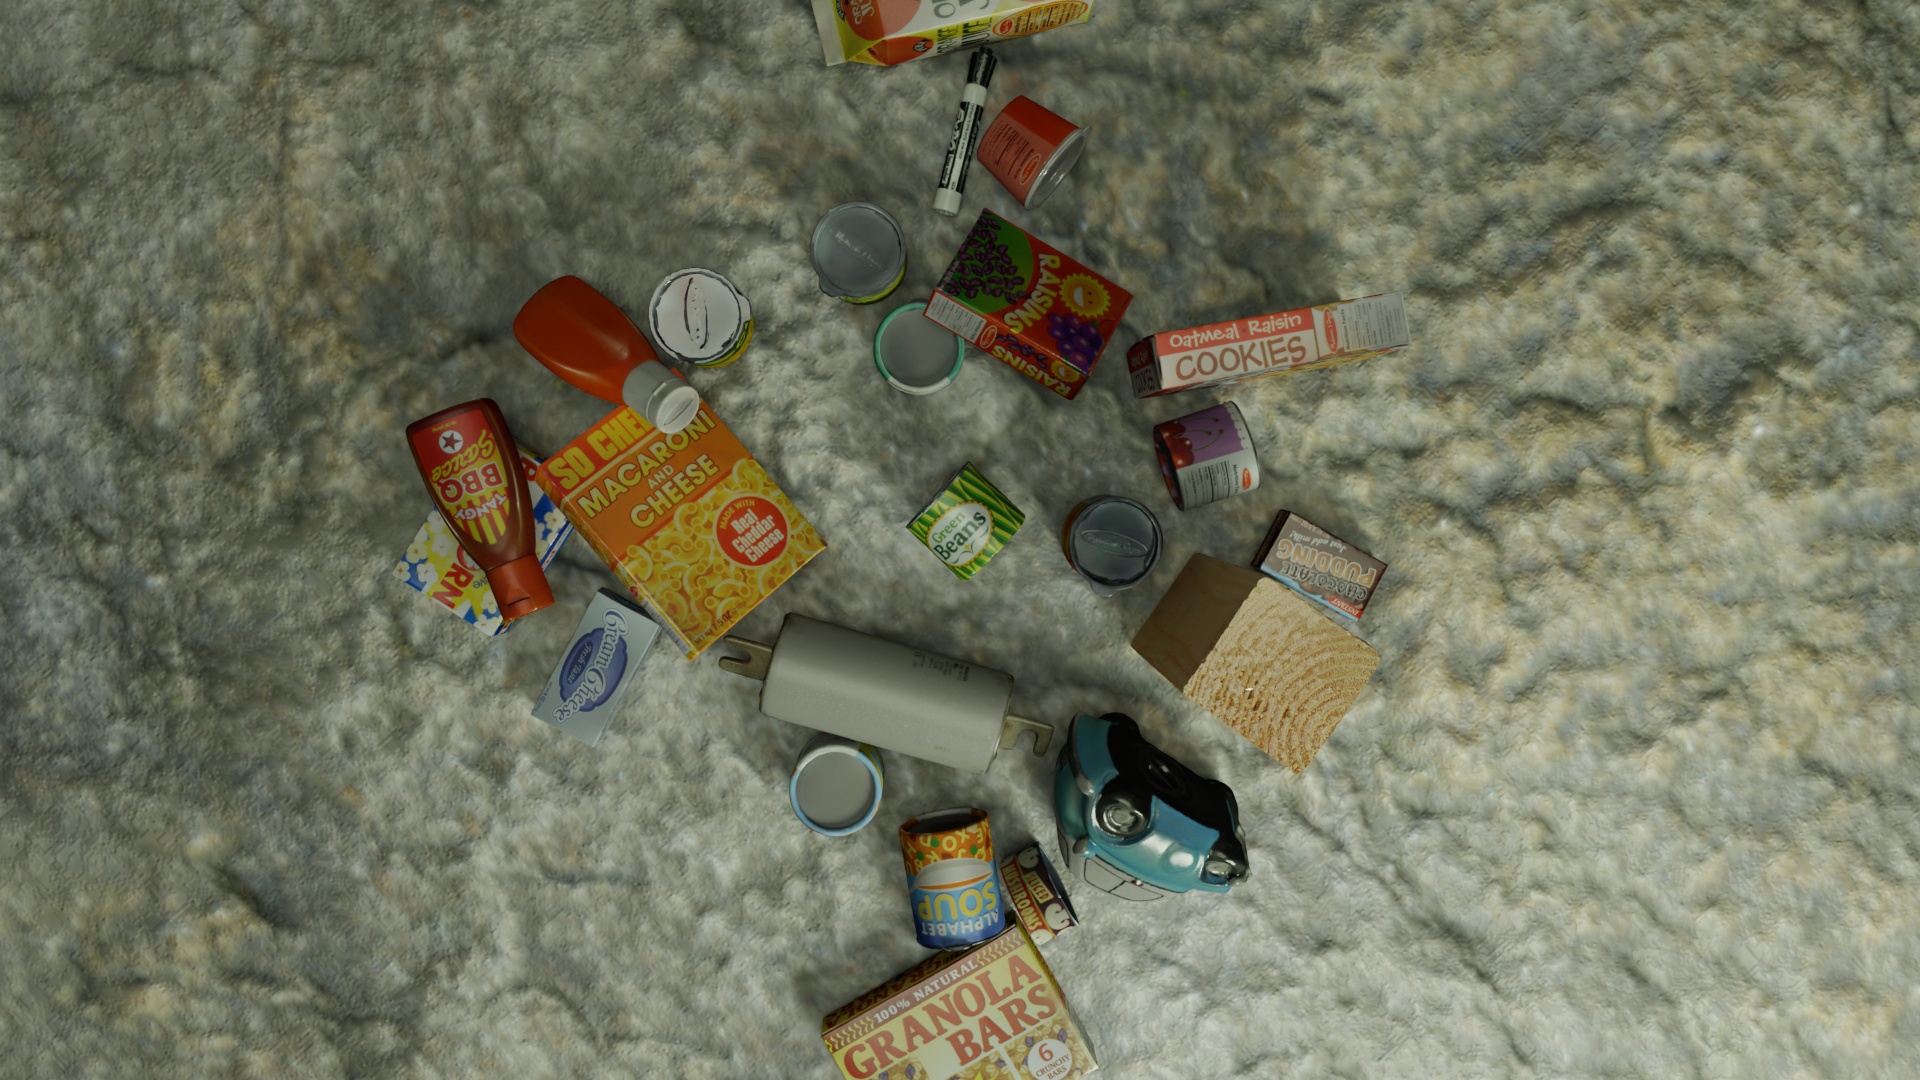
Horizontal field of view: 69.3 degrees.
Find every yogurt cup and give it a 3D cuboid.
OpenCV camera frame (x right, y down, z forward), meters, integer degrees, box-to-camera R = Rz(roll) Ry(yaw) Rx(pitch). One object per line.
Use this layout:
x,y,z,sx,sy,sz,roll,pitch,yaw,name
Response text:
0.048,-0.275,0.979,0.054,0.072,0.072,39,92,5,yogurt cup

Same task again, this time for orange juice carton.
-0.008,-0.385,0.967,0.193,0.073,0.071,-13,94,0,orange juice carton

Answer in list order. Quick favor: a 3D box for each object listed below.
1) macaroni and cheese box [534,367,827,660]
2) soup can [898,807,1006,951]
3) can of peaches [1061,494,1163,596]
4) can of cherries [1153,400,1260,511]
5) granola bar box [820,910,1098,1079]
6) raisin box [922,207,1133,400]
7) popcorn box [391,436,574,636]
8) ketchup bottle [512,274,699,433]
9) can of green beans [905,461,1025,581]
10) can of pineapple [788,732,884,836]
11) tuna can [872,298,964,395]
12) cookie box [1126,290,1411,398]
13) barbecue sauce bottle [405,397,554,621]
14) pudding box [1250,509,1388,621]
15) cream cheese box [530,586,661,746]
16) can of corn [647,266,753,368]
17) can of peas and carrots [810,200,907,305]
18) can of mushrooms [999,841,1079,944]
-0.195,-0.019,0.975,0.124,0.040,0.166,-41,93,-24,macaroni and cheese box
-0.006,0.242,0.997,0.071,0.071,0.083,-10,93,-1,soup can
0.106,0.002,0.995,0.071,0.058,0.071,0,94,-2,can of peaches
0.174,-0.061,0.992,0.058,0.071,0.071,-18,93,1,can of cherries
-0.001,0.368,1.019,0.165,0.039,0.124,-30,93,0,granola bar box
0.048,-0.167,0.978,0.123,0.040,0.086,30,60,-3,raisin box
-0.332,-0.006,0.993,0.085,0.038,0.126,33,92,-4,popcorn box
-0.240,-0.125,0.954,0.149,0.043,0.065,36,75,27,ketchup bottle
0.004,-0.013,0.988,0.058,0.071,0.071,44,91,-3,can of green beans
-0.088,0.175,0.998,0.071,0.058,0.071,0,93,-2,can of pineapple
-0.030,-0.140,0.997,0.071,0.033,0.071,0,93,-1,tuna can
0.206,-0.133,0.958,0.167,0.123,0.040,-10,93,-1,cookie box
-0.322,-0.019,0.951,0.065,0.043,0.148,-21,93,-2,barbecue sauce bottle
0.261,0.018,1.013,0.084,0.030,0.049,29,93,-2,pudding box
-0.262,0.092,1.007,0.053,0.024,0.103,28,92,-4,cream cheese box
-0.179,-0.156,0.980,0.071,0.058,0.071,0,93,-1,can of corn
-0.072,-0.199,0.981,0.071,0.059,0.071,0,93,-1,can of peas and carrots
0.056,0.253,0.999,0.033,0.071,0.071,-26,93,2,can of mushrooms
